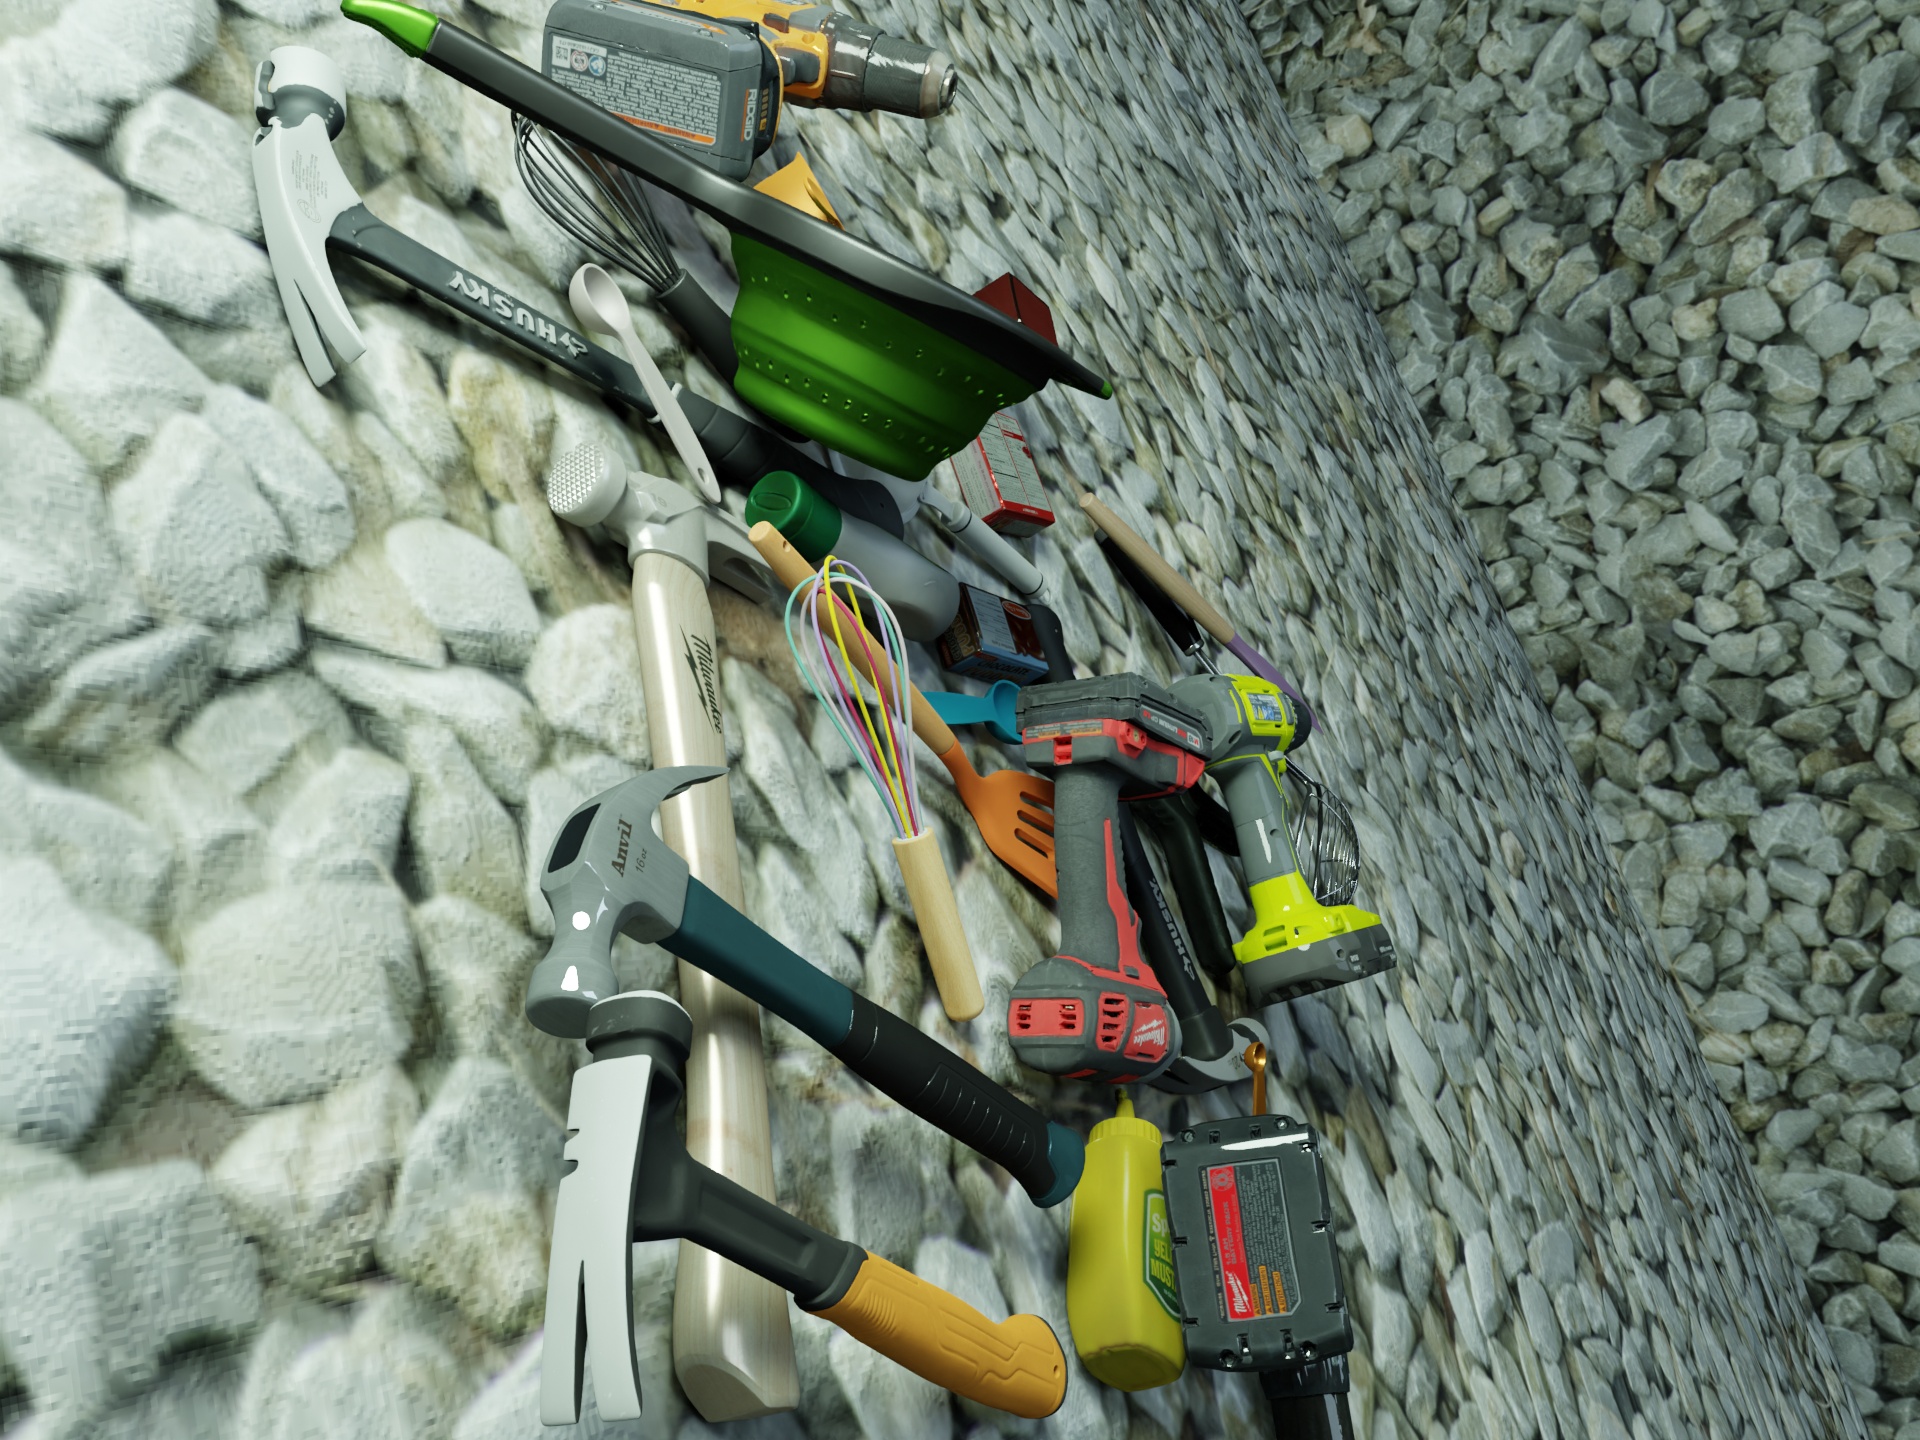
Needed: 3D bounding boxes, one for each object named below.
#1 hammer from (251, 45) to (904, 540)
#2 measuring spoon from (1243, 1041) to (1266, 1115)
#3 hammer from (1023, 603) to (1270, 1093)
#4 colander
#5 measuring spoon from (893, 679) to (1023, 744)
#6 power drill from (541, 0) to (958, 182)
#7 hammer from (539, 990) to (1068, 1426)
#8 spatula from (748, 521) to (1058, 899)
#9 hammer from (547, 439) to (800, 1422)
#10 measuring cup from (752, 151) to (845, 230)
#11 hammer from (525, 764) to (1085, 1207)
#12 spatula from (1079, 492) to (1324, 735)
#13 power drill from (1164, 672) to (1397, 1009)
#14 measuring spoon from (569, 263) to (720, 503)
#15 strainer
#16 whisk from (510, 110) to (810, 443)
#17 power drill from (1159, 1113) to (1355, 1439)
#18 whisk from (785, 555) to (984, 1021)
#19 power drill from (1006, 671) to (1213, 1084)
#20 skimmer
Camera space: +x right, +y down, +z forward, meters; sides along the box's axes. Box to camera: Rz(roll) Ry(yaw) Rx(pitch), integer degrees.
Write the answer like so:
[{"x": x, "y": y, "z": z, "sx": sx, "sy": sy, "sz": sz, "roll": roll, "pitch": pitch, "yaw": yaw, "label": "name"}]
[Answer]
[{"x": -0.159, "y": -0.161, "z": 0.786, "sx": 0.408, "sy": 0.036, "sz": 0.149, "roll": 23, "pitch": 48, "yaw": -51, "label": "hammer"}, {"x": 0.183, "y": 0.258, "z": 0.995, "sx": 0.021, "sy": 0.011, "sz": 0.117, "roll": -3, "pitch": 94, "yaw": -56, "label": "measuring spoon"}, {"x": 0.102, "y": 0.079, "z": 1.026, "sx": 0.146, "sy": 0.035, "sz": 0.335, "roll": -4, "pitch": 69, "yaw": -61, "label": "hammer"}, {"x": -0.115, "y": -0.211, "z": 0.774, "sx": 0.396, "sy": 0.094, "sz": 0.205, "roll": 21, "pitch": 11, "yaw": -29, "label": "colander"}, {"x": -0.002, "y": -0.003, "z": 0.946, "sx": 0.128, "sy": 0.021, "sz": 0.042, "roll": 2, "pitch": 65, "yaw": -49, "label": "measuring spoon"}, {"x": -0.113, "y": -0.370, "z": 0.910, "sx": 0.185, "sy": 0.084, "sz": 0.226, "roll": 17, "pitch": 32, "yaw": 8, "label": "power drill"}, {"x": -0.037, "y": 0.222, "z": 0.594, "sx": 0.336, "sy": 0.034, "sz": 0.127, "roll": 49, "pitch": 32, "yaw": -48, "label": "hammer"}, {"x": -0.013, "y": -0.003, "z": 0.861, "sx": 0.322, "sy": 0.041, "sz": 0.081, "roll": 50, "pitch": 40, "yaw": -43, "label": "spatula"}, {"x": -0.102, "y": 0.075, "z": 0.678, "sx": 0.146, "sy": 0.038, "sz": 0.411, "roll": 28, "pitch": 44, "yaw": -50, "label": "hammer"}, {"x": -0.096, "y": -0.284, "z": 0.926, "sx": 0.095, "sy": 0.052, "sz": 0.174, "roll": 60, "pitch": 6, "yaw": -7, "label": "measuring cup"}, {"x": -0.044, "y": 0.130, "z": 0.660, "sx": 0.330, "sy": 0.033, "sz": 0.128, "roll": 43, "pitch": 34, "yaw": -39, "label": "hammer"}, {"x": 0.192, "y": -0.081, "z": 1.238, "sx": 0.315, "sy": 0.018, "sz": 0.060, "roll": 38, "pitch": 21, "yaw": -35, "label": "spatula"}, {"x": 0.227, "y": 0.076, "z": 1.125, "sx": 0.190, "sy": 0.080, "sz": 0.229, "roll": 3, "pitch": 67, "yaw": -58, "label": "power drill"}, {"x": -0.149, "y": -0.155, "z": 0.749, "sx": 0.124, "sy": 0.018, "sz": 0.034, "roll": 62, "pitch": 21, "yaw": -18, "label": "measuring spoon"}, {"x": -0.006, "y": -0.137, "z": 1.026, "sx": 0.258, "sy": 0.050, "sz": 0.087, "roll": 35, "pitch": 54, "yaw": -47, "label": "strainer"}, {"x": -0.152, "y": -0.235, "z": 0.852, "sx": 0.238, "sy": 0.055, "sz": 0.055, "roll": 47, "pitch": 31, "yaw": -36, "label": "whisk"}, {"x": 0.172, "y": 0.313, "z": 0.852, "sx": 0.226, "sy": 0.080, "sz": 0.188, "roll": 55, "pitch": 27, "yaw": -61, "label": "power drill"}, {"x": -0.032, "y": 0.038, "z": 0.780, "sx": 0.047, "sy": 0.051, "sz": 0.245, "roll": 18, "pitch": -54, "yaw": 68, "label": "whisk"}, {"x": 0.088, "y": 0.094, "z": 0.901, "sx": 0.143, "sy": 0.078, "sz": 0.220, "roll": 25, "pitch": 64, "yaw": -51, "label": "power drill"}, {"x": 0.200, "y": 0.008, "z": 1.263, "sx": 0.363, "sy": 0.090, "sz": 0.127, "roll": 53, "pitch": 24, "yaw": 3, "label": "skimmer"}]
